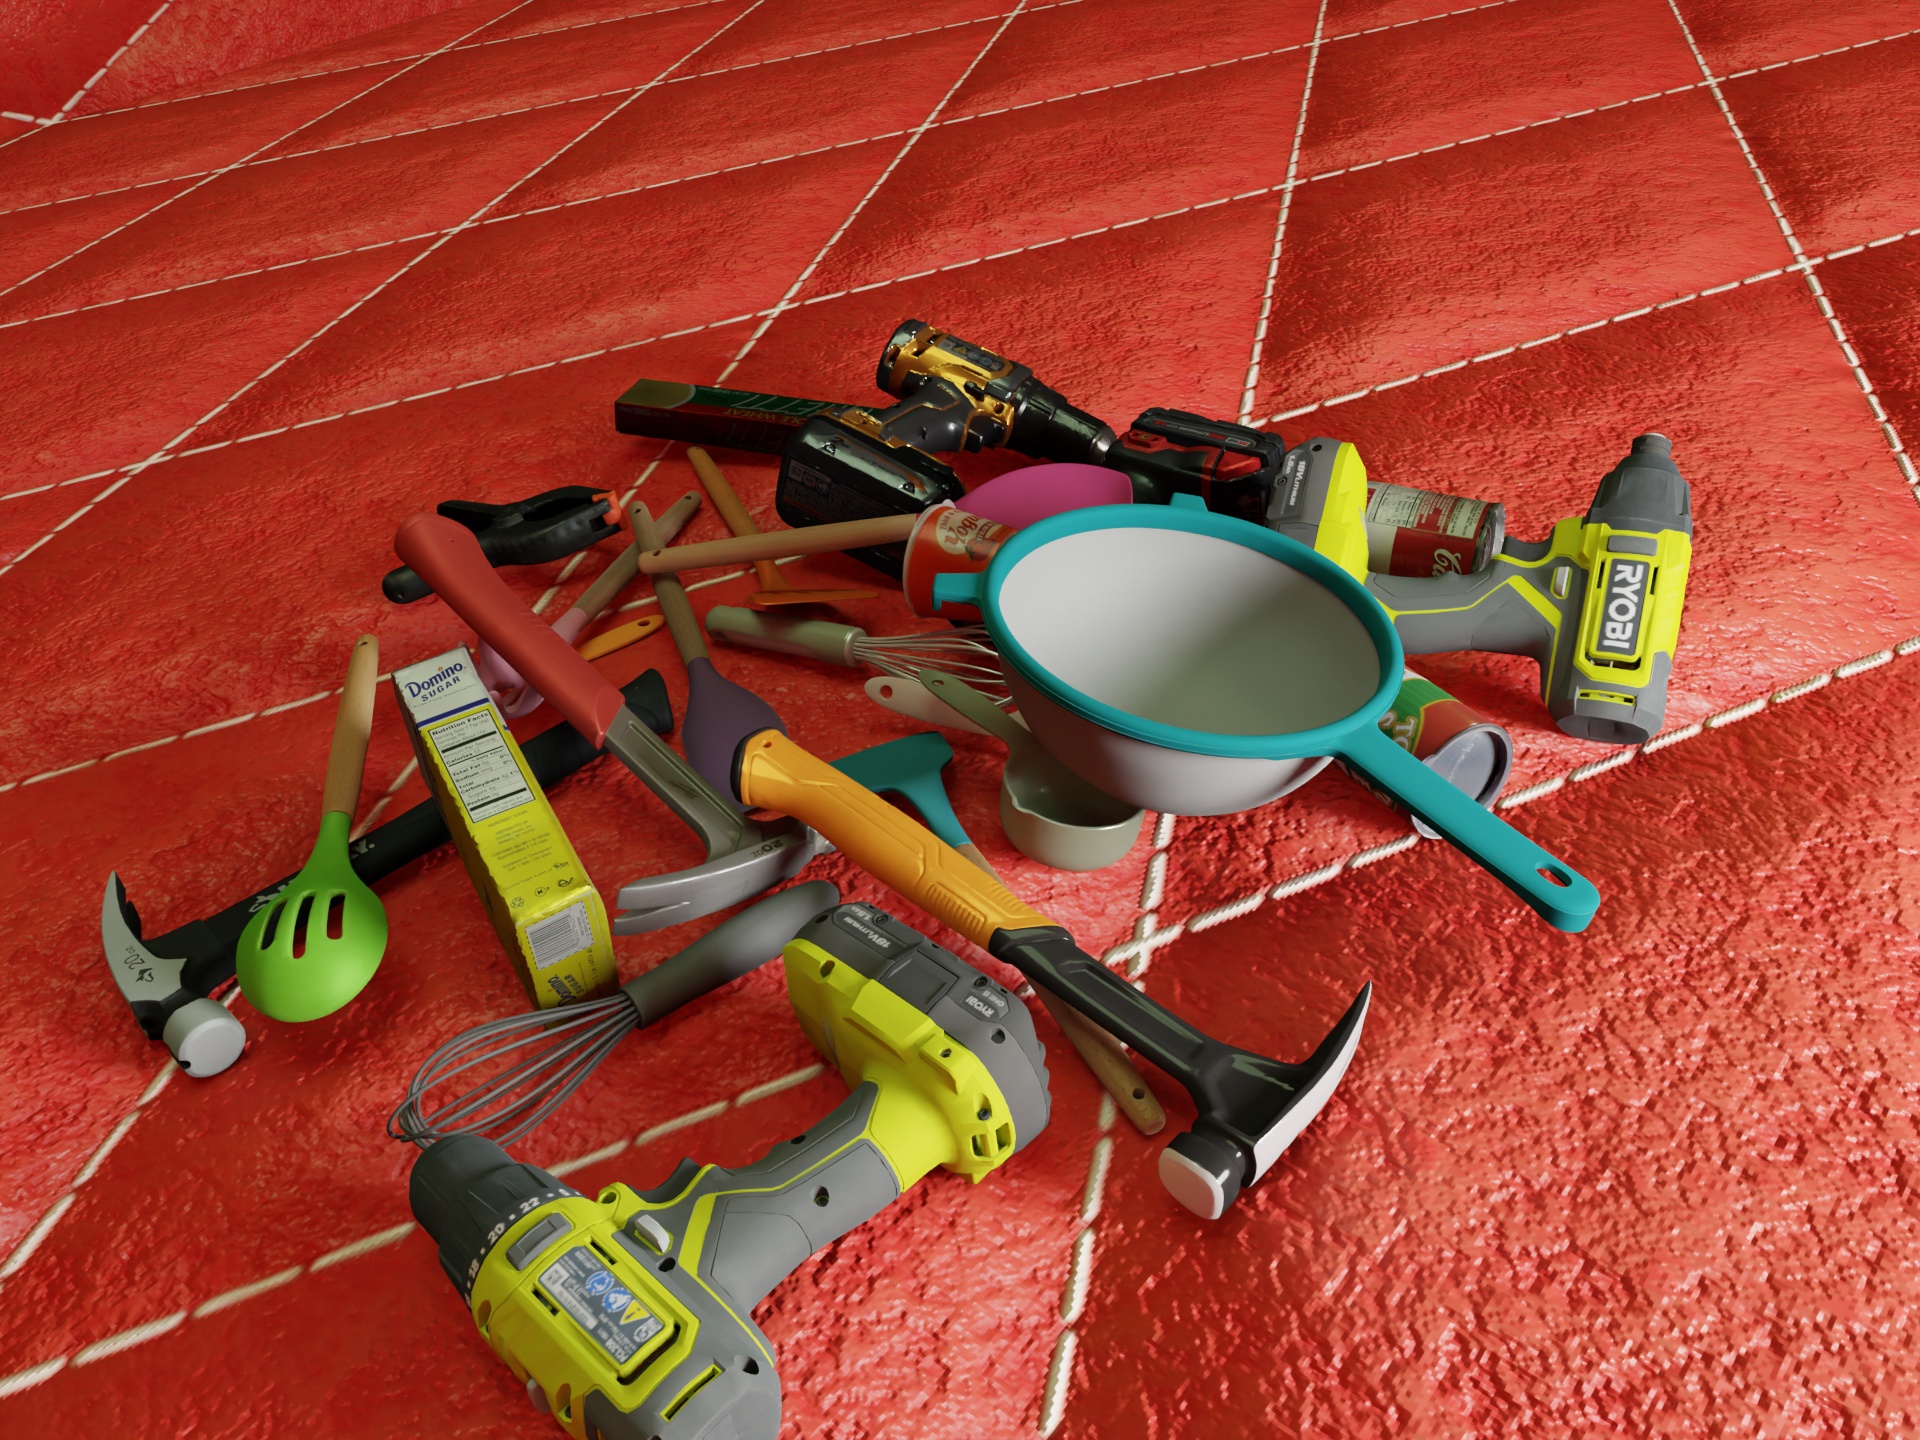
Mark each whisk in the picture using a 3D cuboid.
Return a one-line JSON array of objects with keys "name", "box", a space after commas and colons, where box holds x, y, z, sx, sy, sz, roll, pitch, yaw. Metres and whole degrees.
[{"name": "whisk", "box": [-0.153, 0.131, 0.740, 0.239, 0.055, 0.055, -28, 41, -32]}, {"name": "whisk", "box": [-0.057, -0.042, 0.964, 0.246, 0.057, 0.059, 11, 72, 29]}]

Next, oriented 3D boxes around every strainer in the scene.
[{"name": "strainer", "box": [0.150, 0.016, 0.776, 0.211, 0.095, 0.341, -22, 48, -34]}]

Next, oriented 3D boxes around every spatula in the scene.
[{"name": "spatula", "box": [0.014, 0.090, 0.792, 0.082, 0.044, 0.318, -18, 42, -19]}, {"name": "spatula", "box": [-0.146, -0.137, 1.108, 0.081, 0.041, 0.323, -6, 32, -22]}, {"name": "spatula", "box": [-0.167, -0.050, 0.989, 0.060, 0.018, 0.316, -24, 45, -7]}]

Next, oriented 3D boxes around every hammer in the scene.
[{"name": "hammer", "box": [-0.223, -0.016, 0.883, 0.149, 0.036, 0.359, -19, 46, -42]}, {"name": "hammer", "box": [-0.297, 0.057, 0.871, 0.146, 0.035, 0.335, 28, 48, 37]}, {"name": "hammer", "box": [0.020, 0.086, 0.737, 0.337, 0.034, 0.127, 31, 50, 31]}]

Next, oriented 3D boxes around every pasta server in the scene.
[{"name": "pasta server", "box": [-0.237, -0.087, 1.043, 0.060, 0.040, 0.316, 19, 36, 6]}]

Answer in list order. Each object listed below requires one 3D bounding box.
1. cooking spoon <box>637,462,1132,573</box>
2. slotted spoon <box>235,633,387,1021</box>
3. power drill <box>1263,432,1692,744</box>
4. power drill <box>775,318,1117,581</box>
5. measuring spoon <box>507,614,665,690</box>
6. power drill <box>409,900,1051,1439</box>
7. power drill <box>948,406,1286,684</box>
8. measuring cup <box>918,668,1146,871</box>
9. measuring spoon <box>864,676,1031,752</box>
[{"name": "cooking spoon", "box": [-0.051, -0.118, 0.994, 0.319, 0.017, 0.069, -6, 51, 11]}, {"name": "slotted spoon", "box": [-0.333, 0.039, 0.850, 0.070, 0.031, 0.314, -9, 36, -8]}, {"name": "power drill", "box": [0.287, -0.088, 0.896, 0.223, 0.080, 0.171, 9, 77, 23]}, {"name": "power drill", "box": [-0.004, -0.188, 1.112, 0.185, 0.084, 0.226, 27, 43, 9]}, {"name": "measuring spoon", "box": [-0.243, -0.047, 1.024, 0.117, 0.011, 0.021, -26, 41, -25]}, {"name": "power drill", "box": [-0.093, 0.177, 0.644, 0.191, 0.080, 0.228, 27, 50, 37]}, {"name": "power drill", "box": [0.122, -0.101, 0.993, 0.188, 0.080, 0.227, 22, 47, 33]}, {"name": "measuring cup", "box": [0.029, 0.024, 0.851, 0.083, 0.038, 0.168, -20, 41, -34]}, {"name": "measuring spoon", "box": [-0.001, -0.003, 0.898, 0.124, 0.034, 0.018, 17, 10, 19]}]
